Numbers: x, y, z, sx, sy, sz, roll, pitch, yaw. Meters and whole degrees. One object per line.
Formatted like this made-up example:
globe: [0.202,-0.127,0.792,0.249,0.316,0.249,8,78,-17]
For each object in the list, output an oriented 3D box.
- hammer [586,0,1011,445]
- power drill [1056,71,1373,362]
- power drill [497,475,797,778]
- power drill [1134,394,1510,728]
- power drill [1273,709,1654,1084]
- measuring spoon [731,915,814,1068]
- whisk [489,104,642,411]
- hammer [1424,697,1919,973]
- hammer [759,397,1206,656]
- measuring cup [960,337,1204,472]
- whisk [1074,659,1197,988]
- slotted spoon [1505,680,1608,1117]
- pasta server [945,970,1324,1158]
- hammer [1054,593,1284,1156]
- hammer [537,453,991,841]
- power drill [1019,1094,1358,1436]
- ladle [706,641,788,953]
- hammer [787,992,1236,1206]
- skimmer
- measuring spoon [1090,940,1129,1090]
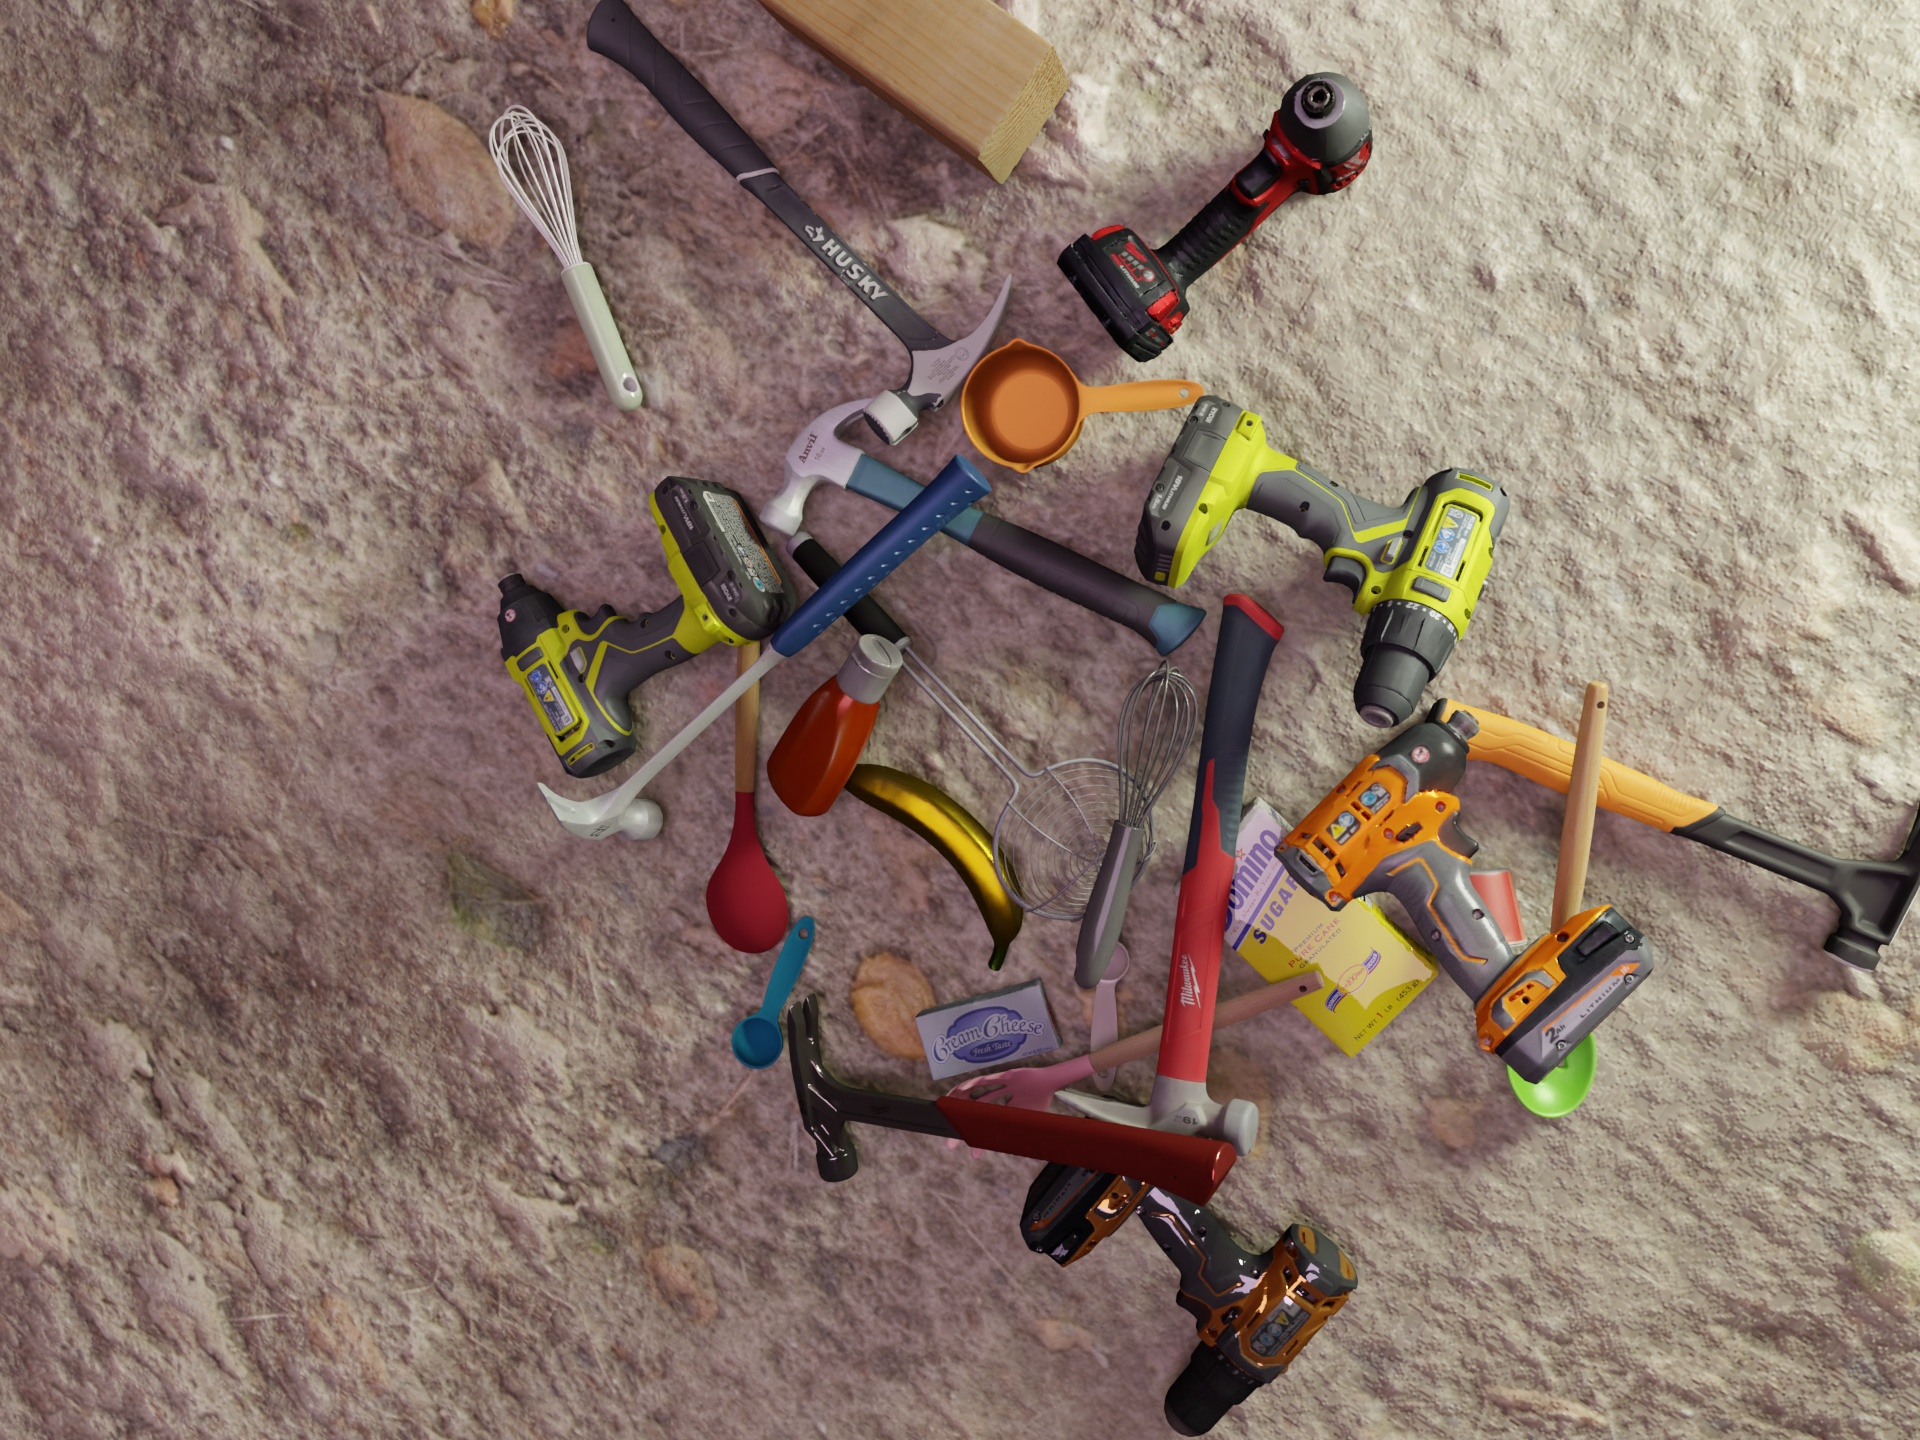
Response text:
hammer: [-0.133,-0.393,1.176,0.149,0.036,0.409,-42,82,-6]
power drill: [0.179,-0.345,1.072,0.219,0.143,0.078,-37,85,15]
power drill: [-0.251,-0.082,1.216,0.223,0.080,0.171,-33,80,20]
power drill: [0.239,-0.111,1.083,0.228,0.080,0.191,24,69,11]
power drill: [0.343,0.108,1.055,0.164,0.084,0.227,-46,66,5]
measuring spoon: [-0.142,0.214,1.262,0.042,0.021,0.128,23,91,10]
whisk: [-0.300,-0.354,1.225,0.059,0.058,0.246,-17,96,47]
hammer: [0.488,0.052,1.099,0.337,0.034,0.127,22,100,9]
hammer: [0.023,-0.134,1.174,0.331,0.033,0.128,26,92,6]
measuring cup: [0.089,-0.228,1.148,0.173,0.052,0.095,-3,95,10]
whisk: [0.117,0.074,1.114,0.055,0.055,0.239,16,96,10]
slotted spoon: [0.422,0.126,1.101,0.070,0.031,0.313,-1,105,-10]
pasta server: [0.121,0.248,1.174,0.316,0.040,0.060,-26,101,22]
hammer: [0.162,0.101,1.130,0.143,0.038,0.386,7,88,25]
hammer: [-0.141,-0.045,1.155,0.405,0.144,0.035,-41,71,14]
power drill: [0.152,0.413,1.186,0.226,0.084,0.185,36,103,2]
ladle: [-0.166,0.029,1.242,0.069,0.031,0.315,3,94,13]
hammer: [0.026,0.286,1.149,0.359,0.036,0.149,0,104,35]
skimmer: [-0.002,-0.004,1.200,0.127,0.090,0.363,-43,75,0]
measuring spoon: [0.111,0.222,1.209,0.034,0.018,0.124,4,103,12]
